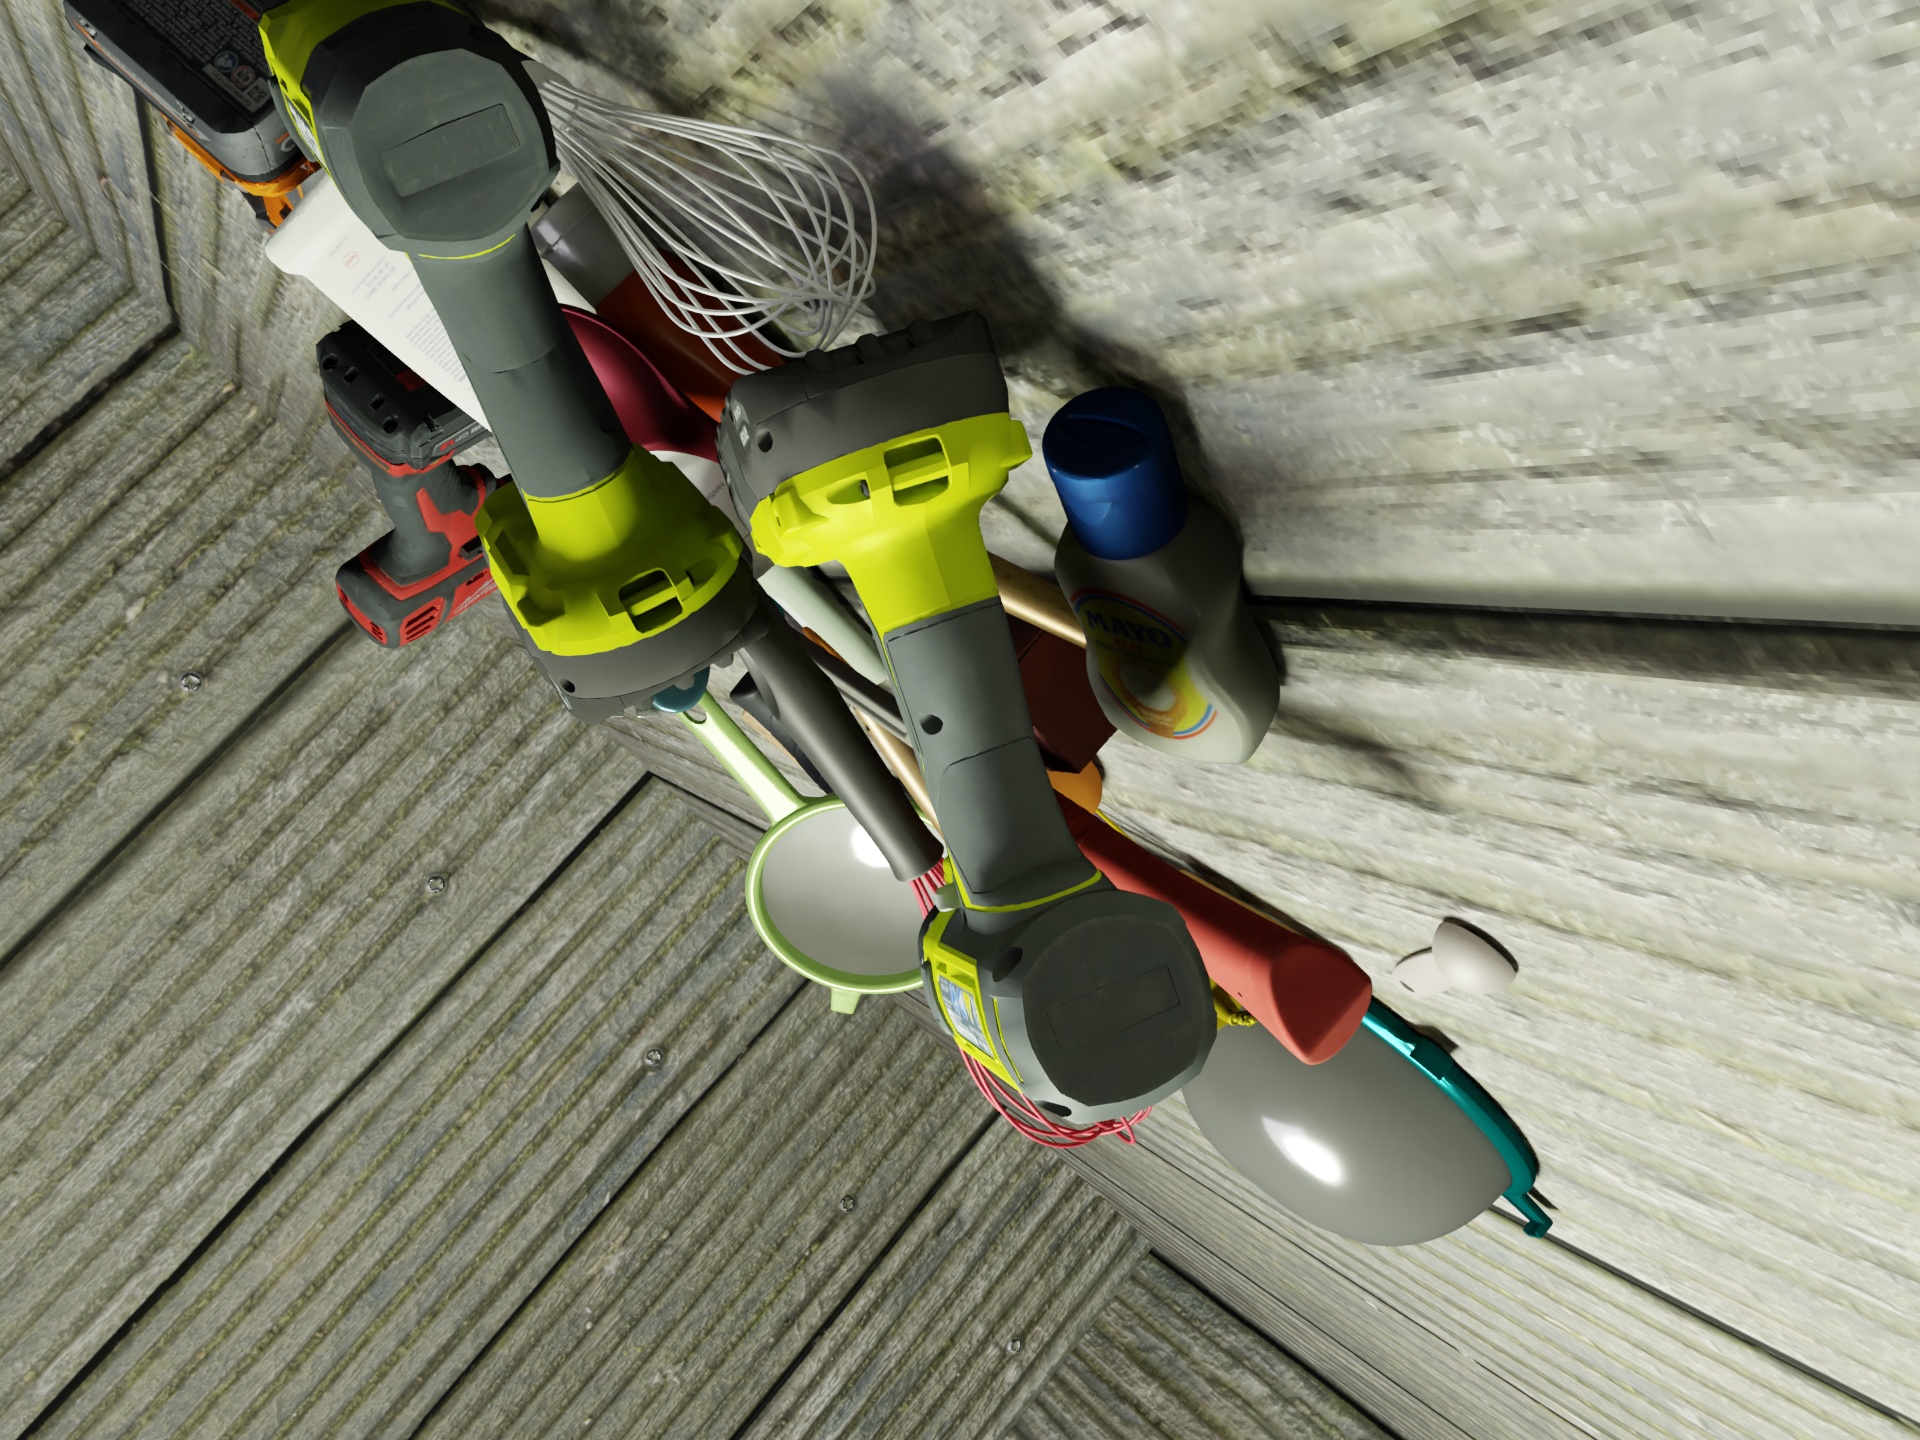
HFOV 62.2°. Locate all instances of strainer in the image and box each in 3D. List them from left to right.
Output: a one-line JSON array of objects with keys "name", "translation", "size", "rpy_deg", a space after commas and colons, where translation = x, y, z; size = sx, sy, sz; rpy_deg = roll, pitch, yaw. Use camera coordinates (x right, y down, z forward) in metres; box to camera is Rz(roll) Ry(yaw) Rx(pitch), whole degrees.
[{"name": "strainer", "translation": [-0.088, 0.057, 0.985], "size": [0.256, 0.151, 0.069], "rpy_deg": [50, -159, -20]}, {"name": "strainer", "translation": [0.153, 0.196, 0.903], "size": [0.341, 0.095, 0.210], "rpy_deg": [24, 158, 49]}]

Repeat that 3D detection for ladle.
[{"name": "ladle", "translation": [-0.046, -0.083, 0.606], "size": [0.315, 0.031, 0.069], "rpy_deg": [27, 141, 8]}, {"name": "ladle", "translation": [0.018, 0.114, 0.940], "size": [0.078, 0.062, 0.319], "rpy_deg": [16, 145, 56]}]

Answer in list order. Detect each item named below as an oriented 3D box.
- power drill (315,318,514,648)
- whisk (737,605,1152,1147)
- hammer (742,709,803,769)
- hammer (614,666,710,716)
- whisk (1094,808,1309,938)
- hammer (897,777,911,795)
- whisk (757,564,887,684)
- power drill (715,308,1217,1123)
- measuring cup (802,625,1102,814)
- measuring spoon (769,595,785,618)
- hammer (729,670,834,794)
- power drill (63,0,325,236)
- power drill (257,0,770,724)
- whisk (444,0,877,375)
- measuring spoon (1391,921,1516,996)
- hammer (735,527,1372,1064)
[{"name": "power drill", "translation": [-0.271, -0.151, 0.908], "size": [0.080, 0.188, 0.226], "rpy_deg": [44, 149, 10]}, {"name": "whisk", "translation": [-0.007, 0.072, 0.651], "size": [0.295, 0.073, 0.073], "rpy_deg": [56, 163, -21]}, {"name": "hammer", "translation": [-0.047, 0.094, 1.291], "size": [0.331, 0.031, 0.130], "rpy_deg": [41, 167, 4]}, {"name": "hammer", "translation": [-0.161, -0.049, 0.811], "size": [0.033, 0.128, 0.331], "rpy_deg": [0, -171, -15]}, {"name": "whisk", "translation": [0.092, 0.081, 0.823], "size": [0.245, 0.047, 0.051], "rpy_deg": [28, 160, 36]}, {"name": "hammer", "translation": [-0.031, 0.037, 1.051], "size": [0.146, 0.035, 0.334], "rpy_deg": [40, 167, 4]}, {"name": "whisk", "translation": [-0.116, -0.095, 0.843], "size": [0.246, 0.059, 0.058], "rpy_deg": [45, 179, -35]}, {"name": "power drill", "translation": [-0.005, 0.004, 0.509], "size": [0.190, 0.080, 0.228], "rpy_deg": [171, 80, -78]}, {"name": "measuring cup", "translation": [-0.001, -0.003, 0.802], "size": [0.173, 0.052, 0.095], "rpy_deg": [43, 167, 0]}, {"name": "measuring spoon", "translation": [-0.144, -0.086, 1.032], "size": [0.042, 0.021, 0.129], "rpy_deg": [50, 174, -36]}, {"name": "hammer", "translation": [-0.033, 0.099, 1.105], "size": [0.149, 0.036, 0.408], "rpy_deg": [24, 158, 47]}, {"name": "power drill", "translation": [-0.337, -0.288, 0.783], "size": [0.164, 0.084, 0.226], "rpy_deg": [41, 171, 5]}, {"name": "power drill", "translation": [-0.149, -0.124, 0.519], "size": [0.171, 0.080, 0.223], "rpy_deg": [46, 159, 48]}, {"name": "whisk", "translation": [-0.122, -0.195, 0.526], "size": [0.285, 0.070, 0.070], "rpy_deg": [40, 168, 32]}, {"name": "measuring spoon", "translation": [0.196, 0.108, 0.659], "size": [0.034, 0.018, 0.124], "rpy_deg": [39, 168, 11]}, {"name": "hammer", "translation": [0.015, 0.030, 0.649], "size": [0.359, 0.037, 0.148], "rpy_deg": [33, 164, 40]}]
